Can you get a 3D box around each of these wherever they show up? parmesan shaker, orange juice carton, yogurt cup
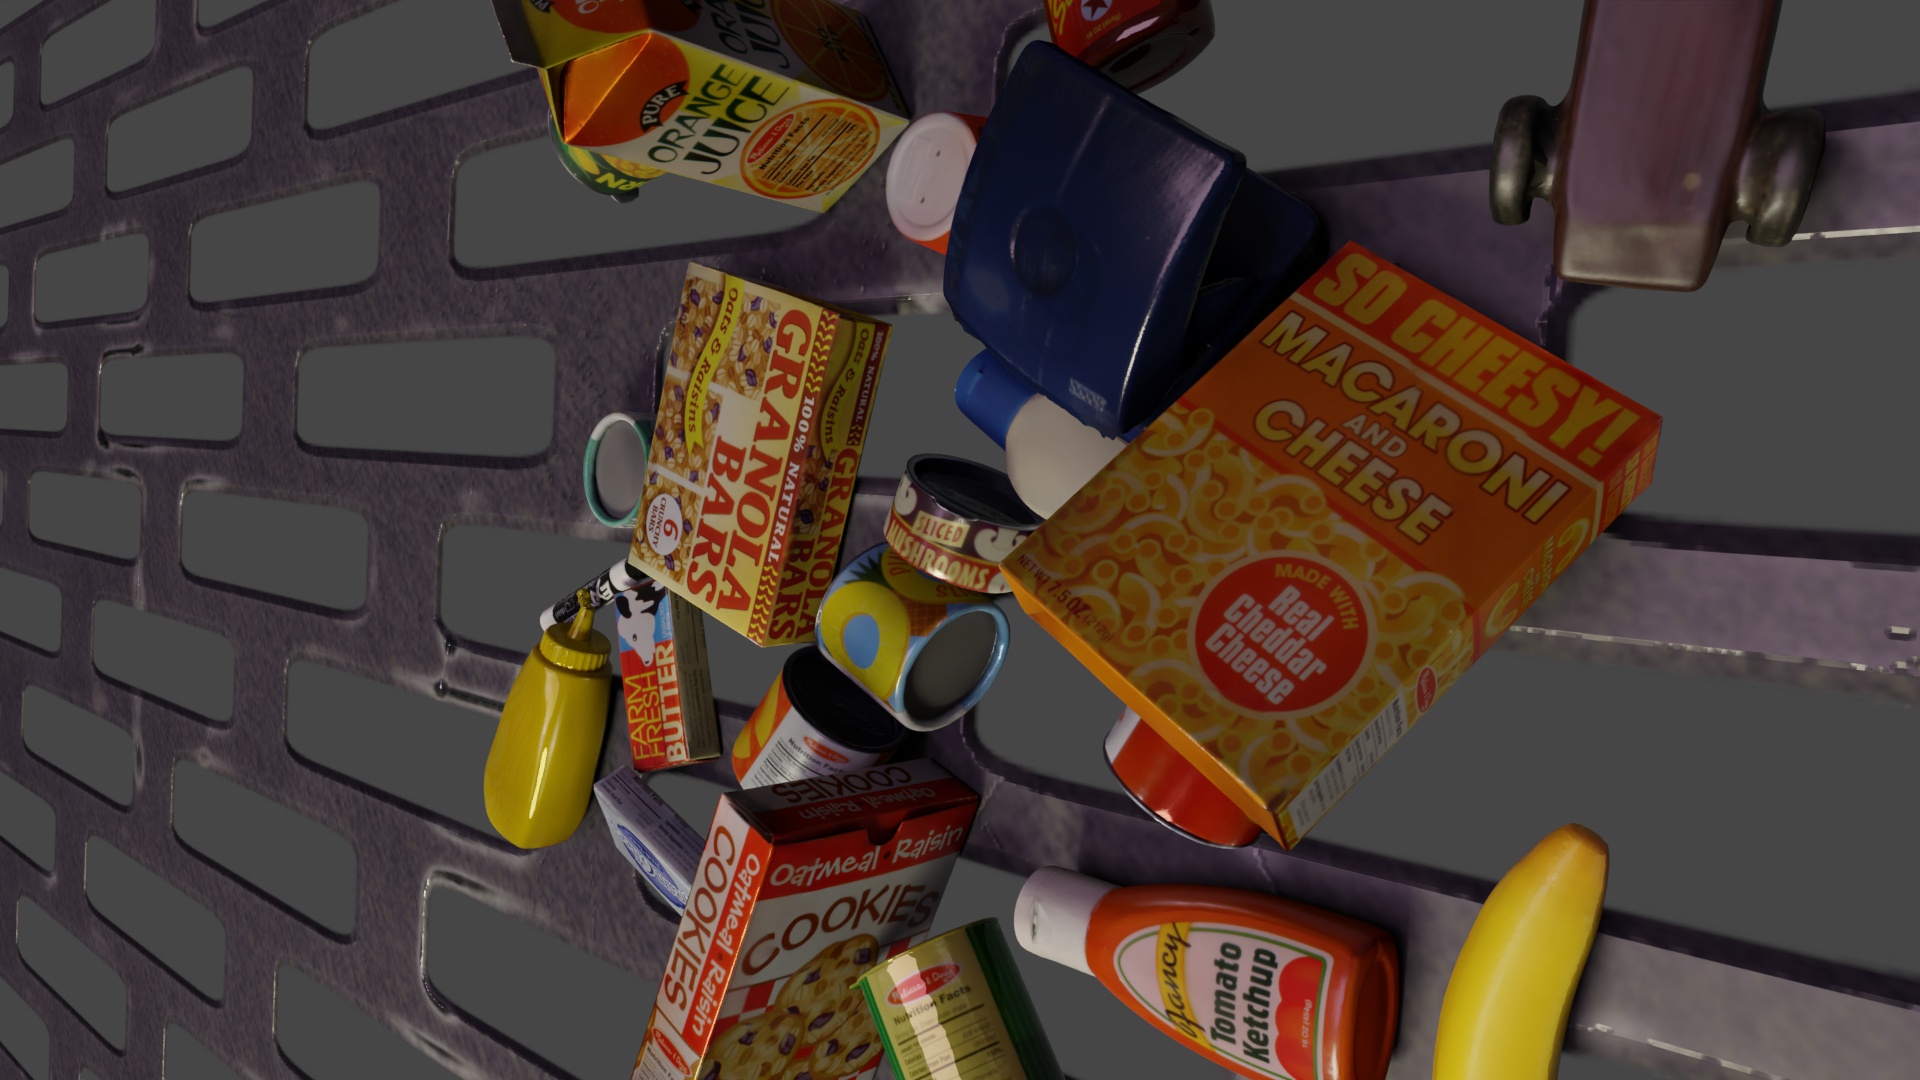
[{"bbox_3d":[0.004,0.221,0.583,0.071,0.071,0.103,-40,65,35],"label":"parmesan shaker"},{"bbox_3d":[-0.121,-0.212,0.617,0.072,0.193,0.072,-38,65,35],"label":"orange juice carton"},{"bbox_3d":[0.005,-0.151,0.595,0.072,0.054,0.072,-1,88,43],"label":"yogurt cup"}]

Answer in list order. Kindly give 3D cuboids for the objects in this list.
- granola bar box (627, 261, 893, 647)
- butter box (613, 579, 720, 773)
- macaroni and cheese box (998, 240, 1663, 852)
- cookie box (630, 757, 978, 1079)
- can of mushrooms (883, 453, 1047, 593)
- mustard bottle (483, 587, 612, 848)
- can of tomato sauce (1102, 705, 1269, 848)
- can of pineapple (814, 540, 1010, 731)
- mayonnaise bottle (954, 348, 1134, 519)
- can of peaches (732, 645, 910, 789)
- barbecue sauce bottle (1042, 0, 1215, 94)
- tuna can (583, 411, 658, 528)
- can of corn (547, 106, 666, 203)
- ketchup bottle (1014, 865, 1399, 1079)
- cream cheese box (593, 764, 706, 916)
[{"bbox_3d":[-0.105,-0.046,0.704,0.124,0.039,0.165,25,106,40],"label":"granola bar box"},{"bbox_3d":[-0.162,0.074,0.765,0.053,0.024,0.103,-16,79,41],"label":"butter box"},{"bbox_3d":[0.115,-0.005,0.444,0.167,0.040,0.124,-42,56,-8],"label":"macaroni and cheese box"},{"bbox_3d":[-0.069,0.182,0.612,0.040,0.123,0.167,32,111,37],"label":"cookie box"},{"bbox_3d":[0.002,-0.007,0.585,0.071,0.071,0.033,38,117,36],"label":"can of mushrooms"},{"bbox_3d":[-0.236,0.101,0.815,0.065,0.049,0.159,34,111,37],"label":"mustard bottle"},{"bbox_3d":[0.101,0.058,0.498,0.071,0.071,0.082,44,117,34],"label":"can of tomato sauce"},{"bbox_3d":[-0.020,0.040,0.608,0.058,0.071,0.070,35,113,36],"label":"can of pineapple"},{"bbox_3d":[0.055,-0.027,0.558,0.148,0.041,0.064,45,111,35],"label":"mayonnaise bottle"},{"bbox_3d":[-0.065,0.091,0.651,0.071,0.071,0.057,52,122,30],"label":"can of peaches"},{"bbox_3d":[0.056,-0.256,0.557,0.064,0.044,0.149,-22,74,41],"label":"barbecue sauce bottle"},{"bbox_3d":[-0.180,-0.037,0.776,0.071,0.033,0.071,-1,89,43],"label":"tuna can"},{"bbox_3d":[-0.179,-0.226,0.757,0.058,0.071,0.071,-10,83,42],"label":"can of corn"},{"bbox_3d":[0.088,0.158,0.524,0.149,0.043,0.064,7,94,43],"label":"ketchup bottle"},{"bbox_3d":[-0.156,0.168,0.743,0.104,0.024,0.053,31,143,38],"label":"cream cheese box"}]
